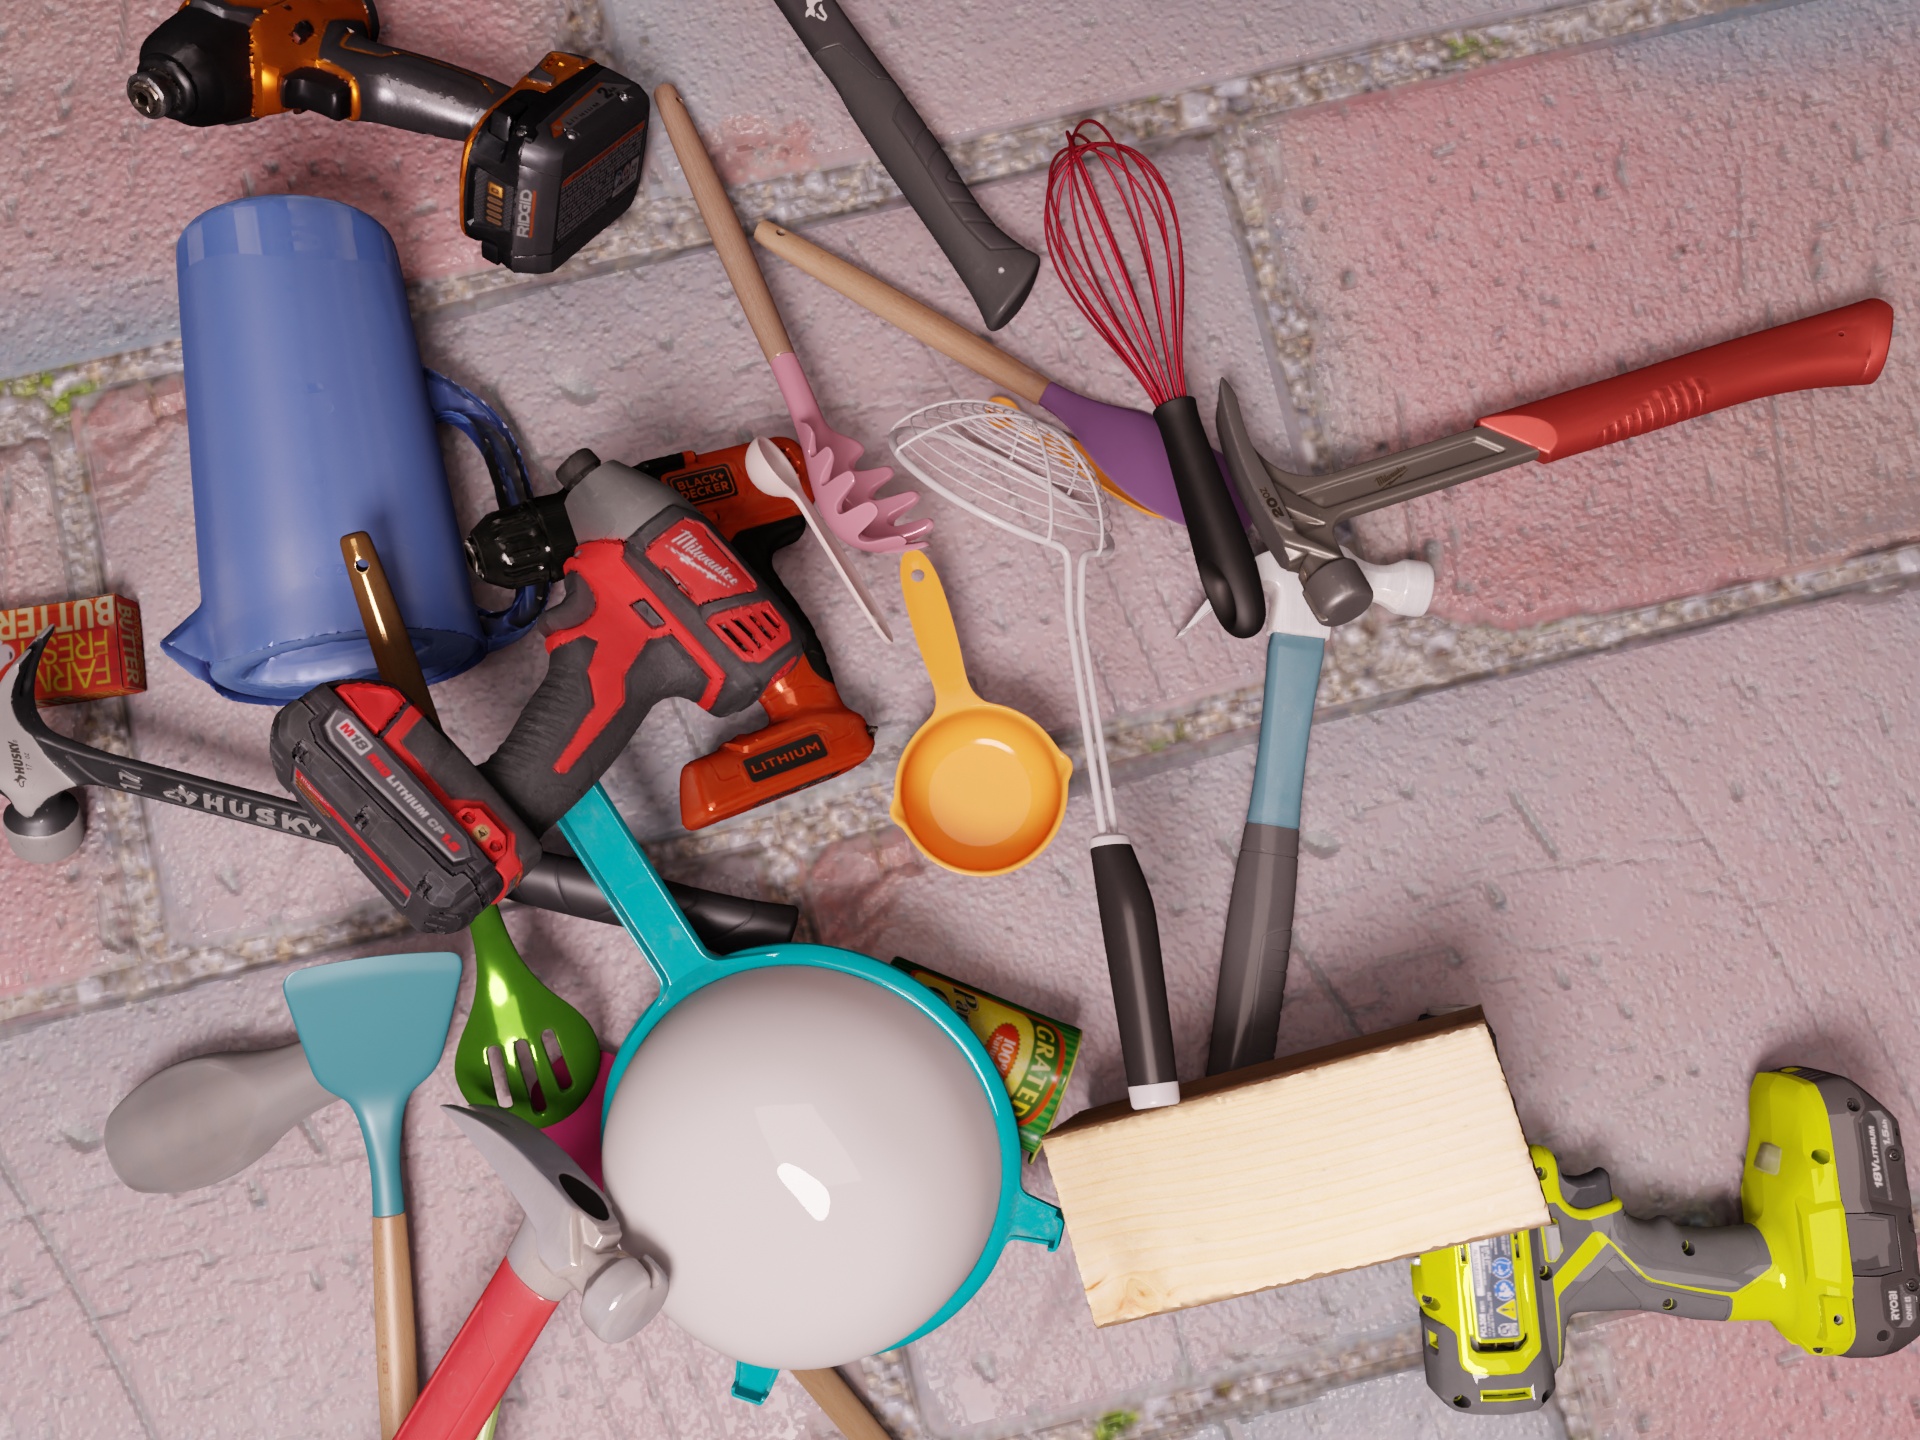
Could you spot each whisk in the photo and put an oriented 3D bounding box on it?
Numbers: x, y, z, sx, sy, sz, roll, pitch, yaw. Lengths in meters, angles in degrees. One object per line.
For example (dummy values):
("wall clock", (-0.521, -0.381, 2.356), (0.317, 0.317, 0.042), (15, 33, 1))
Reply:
("whisk", (0.106, -0.182, 0.833), (0.073, 0.073, 0.296), (-16, 79, -2))

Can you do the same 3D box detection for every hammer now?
("hammer", (-0.064, -0.357, 0.879), (0.146, 0.035, 0.335), (-33, 84, -4))
("hammer", (-0.280, 0.368, 0.736), (0.143, 0.038, 0.386), (35, 96, 31))
("hammer", (0.322, -0.166, 0.844), (0.359, 0.036, 0.149), (-18, 64, -6))
("hammer", (0.162, 0.069, 0.828), (0.128, 0.033, 0.331), (9, 83, 0))
("hammer", (-0.283, 0.058, 0.801), (0.409, 0.149, 0.036), (14, 42, -4))

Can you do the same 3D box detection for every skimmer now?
("skimmer", (0.042, 0.006, 0.775), (0.090, 0.127, 0.363), (-22, 70, 42))

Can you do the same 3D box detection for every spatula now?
("spatula", (-0.282, 0.272, 0.786), (0.082, 0.044, 0.317), (-4, 90, -26))
("spatula", (0.023, -0.189, 0.864), (0.316, 0.018, 0.060), (31, 60, 5))

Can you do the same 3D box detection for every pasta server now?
("pasta server", (-0.098, -0.217, 0.841), (0.040, 0.060, 0.316), (-32, 72, 26))

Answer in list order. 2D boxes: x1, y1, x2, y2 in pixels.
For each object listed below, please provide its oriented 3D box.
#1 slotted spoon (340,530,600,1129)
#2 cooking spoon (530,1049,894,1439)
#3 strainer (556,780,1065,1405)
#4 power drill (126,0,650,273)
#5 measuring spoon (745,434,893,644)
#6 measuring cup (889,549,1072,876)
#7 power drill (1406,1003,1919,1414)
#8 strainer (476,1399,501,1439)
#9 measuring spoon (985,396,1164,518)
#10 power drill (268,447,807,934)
("slotted spoon", (-0.239, 0.063, 0.757), (0.070, 0.031, 0.313), (-17, 107, -14))
("cooking spoon", (-0.105, 0.296, 0.809), (0.069, 0.017, 0.319), (-42, 84, 2))
("strainer", (-0.115, 0.162, 0.733), (0.211, 0.095, 0.340), (-31, 93, 12))
("power drill", (-0.295, -0.314, 0.818), (0.226, 0.084, 0.164), (23, 42, 2))
("measuring spoon", (-0.073, -0.088, 0.807), (0.018, 0.034, 0.124), (-31, 96, 16))
("measuring cup", (-0.001, -0.003, 0.828), (0.095, 0.052, 0.174), (-16, 82, -2))
("power drill", (0.333, 0.233, 0.787), (0.228, 0.080, 0.190), (-4, 83, 2))
("strainer", (-0.233, 0.412, 0.764), (0.151, 0.069, 0.256), (7, 81, 28))
("measuring spoon", (0.063, -0.140, 0.865), (0.117, 0.011, 0.021), (32, 54, 2))
("power drill", (-0.187, -0.021, 0.713), (0.143, 0.078, 0.220), (49, 62, -4))
